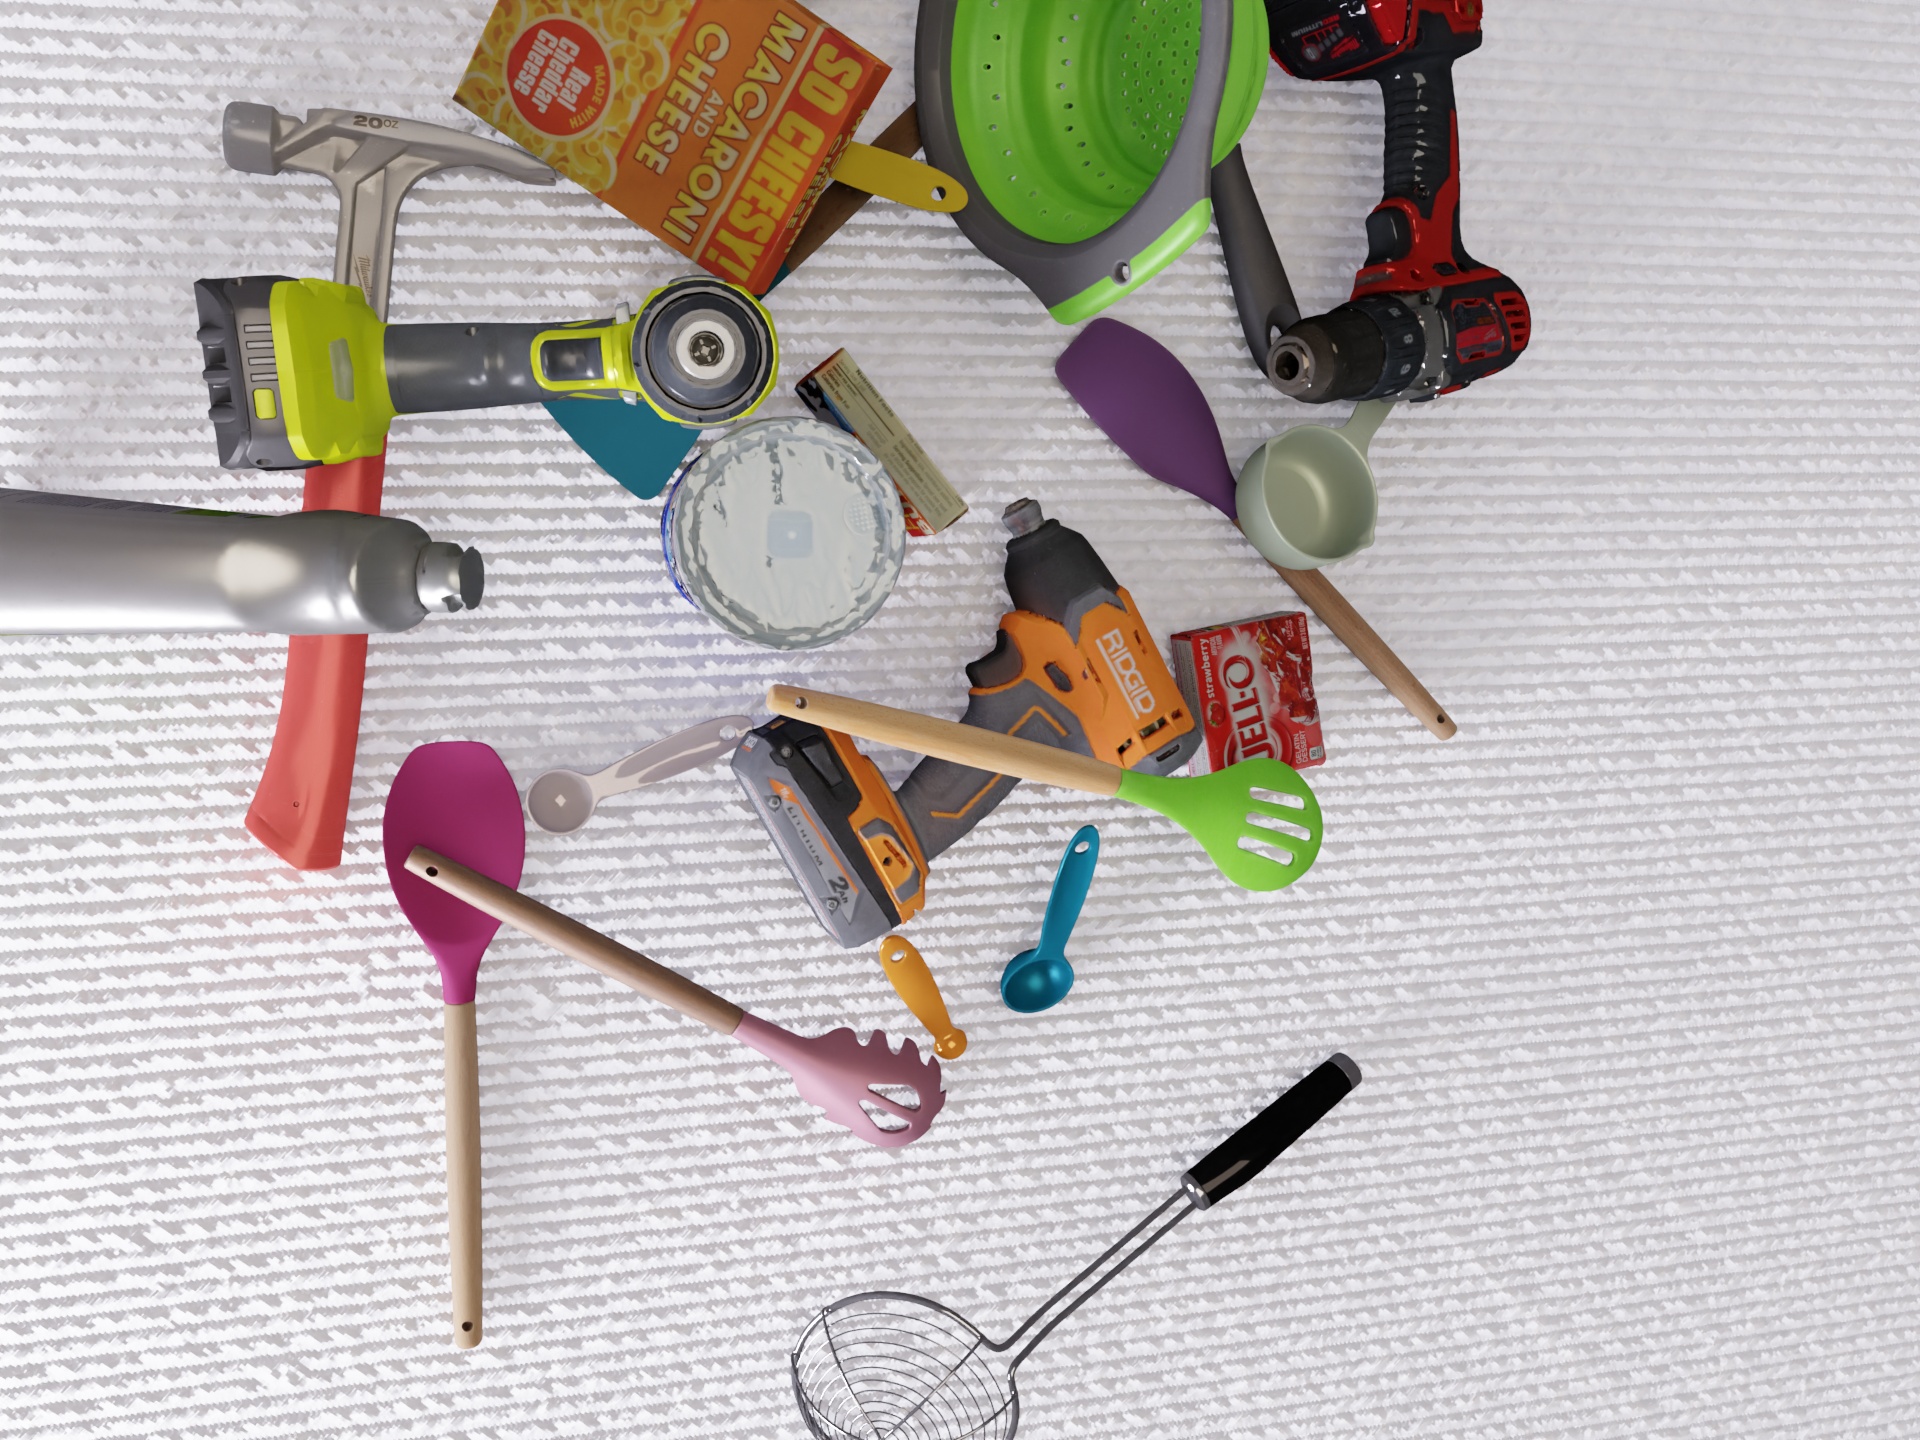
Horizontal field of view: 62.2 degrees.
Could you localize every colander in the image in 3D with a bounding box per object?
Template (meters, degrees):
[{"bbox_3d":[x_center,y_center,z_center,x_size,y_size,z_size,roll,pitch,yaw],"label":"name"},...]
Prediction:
[{"bbox_3d":[0.052,-0.389,0.751,0.094,0.204,0.397,-13,84,-38],"label":"colander"}]

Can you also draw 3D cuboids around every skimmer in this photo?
[{"bbox_3d":[0.073,0.297,0.902,0.363,0.090,0.127,-33,100,-18],"label":"skimmer"}]

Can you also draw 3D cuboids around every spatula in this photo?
[{"bbox_3d":[-0.078,-0.250,0.809,0.082,0.044,0.317,45,81,-13],"label":"spatula"},{"bbox_3d":[0.175,-0.100,0.886,0.315,0.018,0.060,45,80,-13],"label":"spatula"}]

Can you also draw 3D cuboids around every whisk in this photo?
[{"bbox_3d":[0.130,-0.318,0.834,0.073,0.073,0.295,-24,107,-9],"label":"whisk"}]

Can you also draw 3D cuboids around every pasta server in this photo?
[{"bbox_3d":[-0.141,0.143,0.829,0.316,0.040,0.060,30,89,-14],"label":"pasta server"}]

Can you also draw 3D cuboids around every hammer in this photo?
[{"bbox_3d":[-0.288,-0.106,0.768,0.149,0.037,0.359,6,94,-14],"label":"hammer"}]

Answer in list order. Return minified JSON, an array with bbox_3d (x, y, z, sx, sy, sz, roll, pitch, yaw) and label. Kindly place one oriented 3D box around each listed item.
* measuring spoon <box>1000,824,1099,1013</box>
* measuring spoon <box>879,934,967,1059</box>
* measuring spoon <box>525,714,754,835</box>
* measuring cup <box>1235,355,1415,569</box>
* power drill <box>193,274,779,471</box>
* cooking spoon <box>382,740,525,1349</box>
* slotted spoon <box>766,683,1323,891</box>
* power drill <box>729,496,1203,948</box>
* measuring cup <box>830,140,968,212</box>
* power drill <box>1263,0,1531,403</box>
[{"bbox_3d":[0.050,0.104,0.856,0.042,0.021,0.128,2,122,-22],"label":"measuring spoon"},{"bbox_3d":[-0.018,0.149,0.841,0.021,0.011,0.116,-31,135,-6],"label":"measuring spoon"},{"bbox_3d":[-0.165,0.024,0.825,0.124,0.018,0.034,-23,101,-17],"label":"measuring spoon"},{"bbox_3d":[0.208,-0.153,0.880,0.083,0.038,0.168,40,66,-14],"label":"measuring cup"},{"bbox_3d":[-0.190,-0.152,0.673,0.228,0.191,0.080,-5,103,-8],"label":"power drill"},{"bbox_3d":[-0.256,0.168,0.815,0.068,0.017,0.319,-2,96,-20],"label":"cooking spoon"},{"bbox_3d":[0.054,0.027,0.793,0.313,0.031,0.070,15,83,-19],"label":"slotted spoon"},{"bbox_3d":[-0.001,-0.003,0.826,0.226,0.084,0.164,-31,102,-13],"label":"power drill"},{"bbox_3d":[-0.070,-0.276,0.783,0.156,0.029,0.062,19,91,2],"label":"measuring cup"},{"bbox_3d":[0.212,-0.274,0.817,0.188,0.080,0.226,-20,103,-38],"label":"power drill"}]
